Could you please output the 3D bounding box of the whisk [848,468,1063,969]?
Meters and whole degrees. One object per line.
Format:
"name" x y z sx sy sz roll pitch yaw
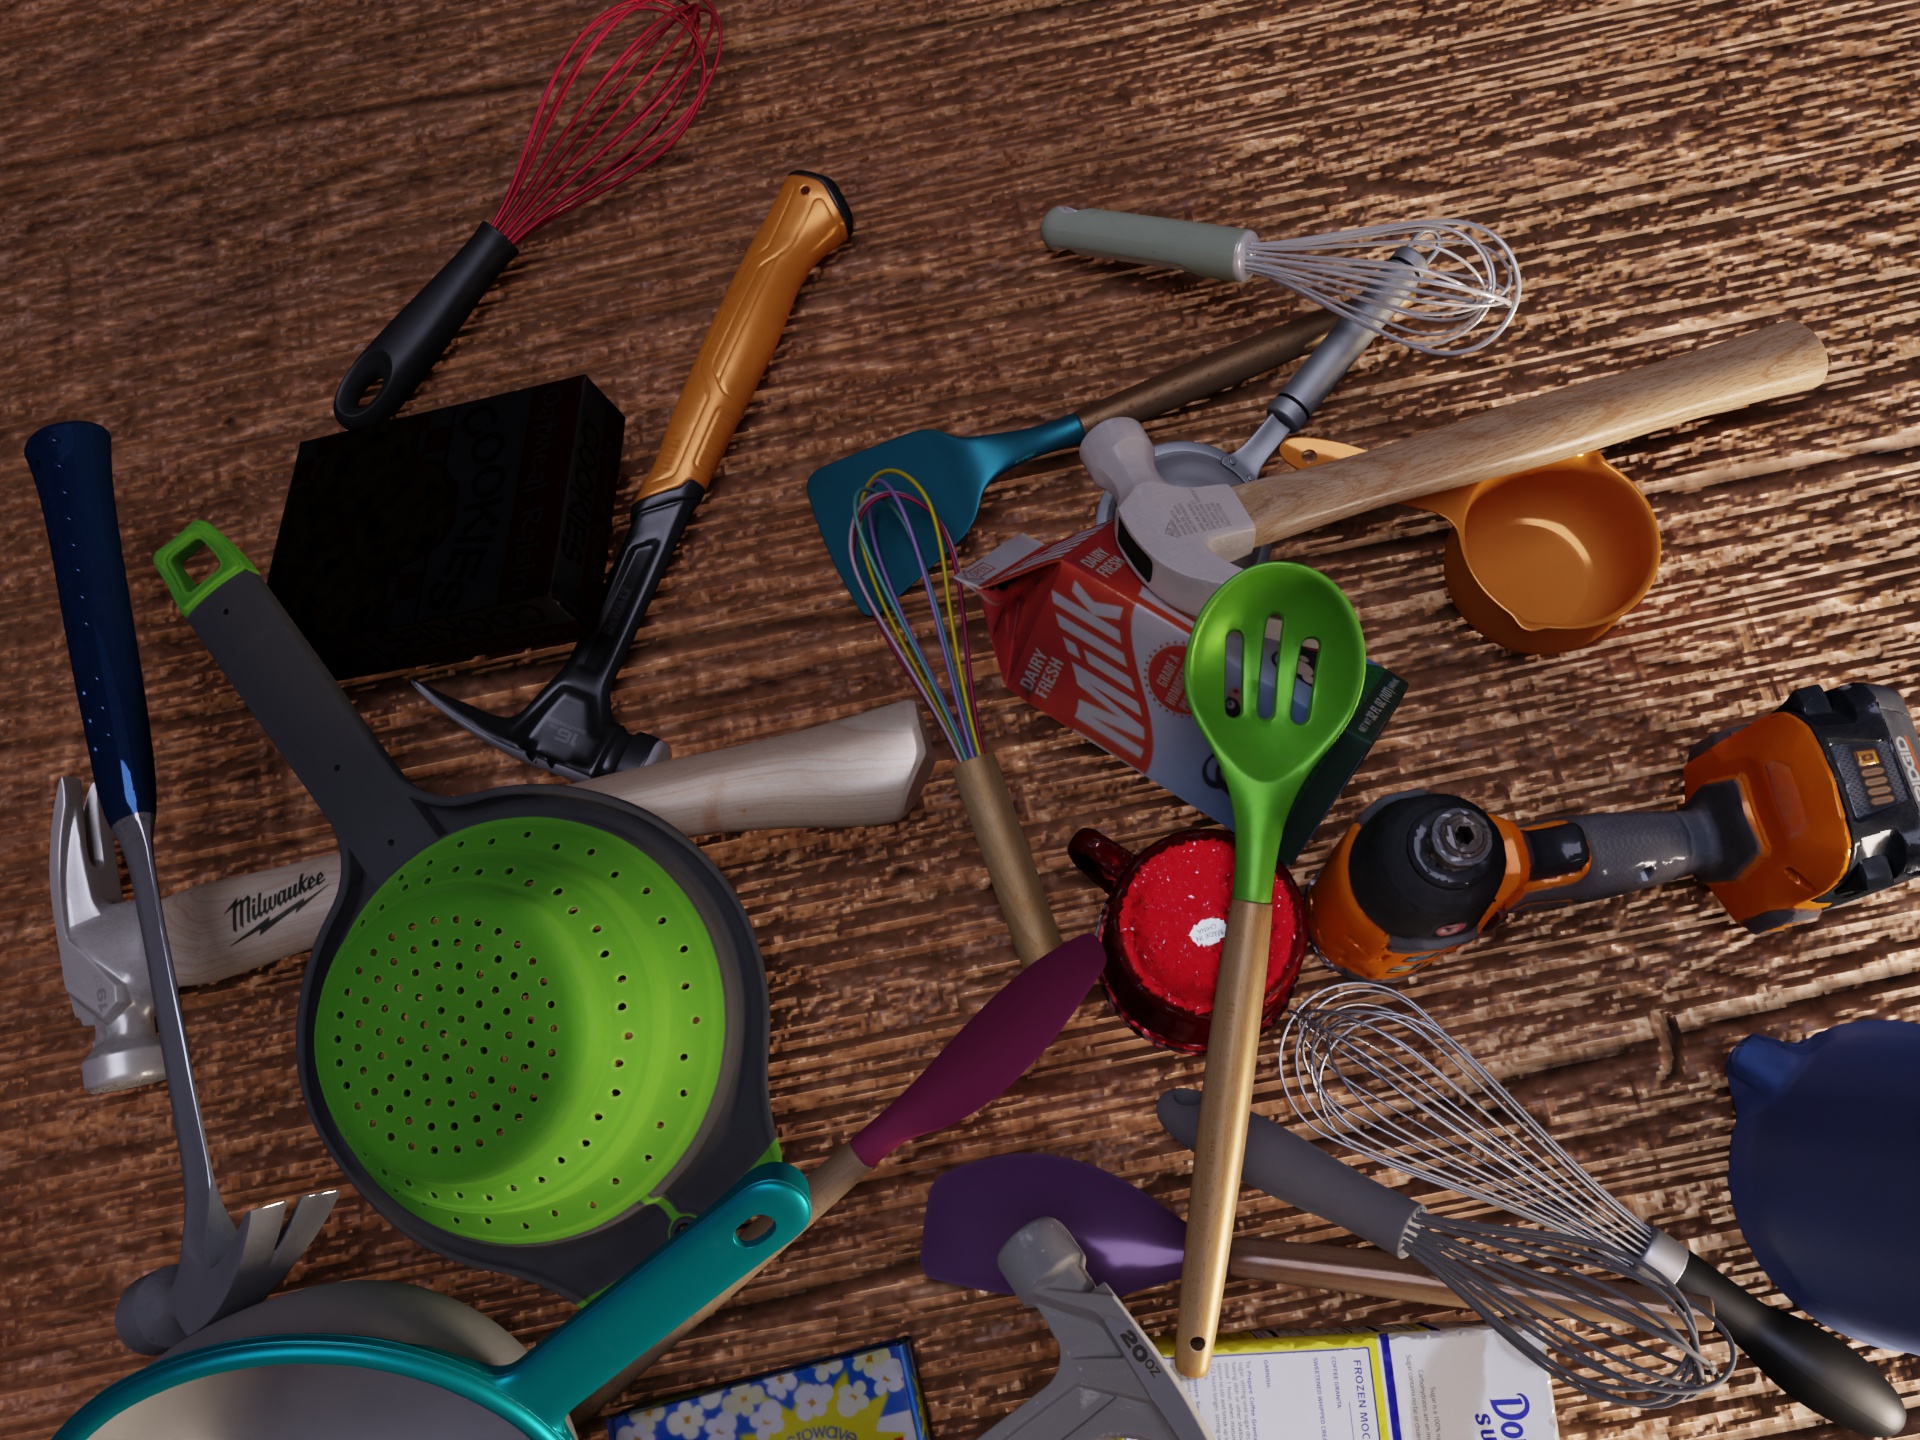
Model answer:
"whisk" 0.000 -0.003 0.727 0.047 0.051 0.245 -22 80 16

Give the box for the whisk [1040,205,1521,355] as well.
"whisk" 0.144 -0.219 0.758 0.246 0.058 0.059 19 113 30

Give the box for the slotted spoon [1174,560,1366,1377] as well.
"slotted spoon" 0.108 0.095 0.617 0.070 0.031 0.314 7 88 3

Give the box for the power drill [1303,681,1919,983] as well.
"power drill" 0.260 0.049 0.636 0.226 0.164 0.084 -11 73 0

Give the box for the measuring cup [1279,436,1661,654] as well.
"measuring cup" 0.228 -0.089 0.736 0.173 0.052 0.095 21 75 11

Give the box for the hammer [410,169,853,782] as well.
"hammer" -0.143 -0.131 0.793 0.127 0.034 0.337 21 76 10

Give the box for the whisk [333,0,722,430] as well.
"whisk" -0.227 -0.267 0.831 0.073 0.073 0.296 38 86 14

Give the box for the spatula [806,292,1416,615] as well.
"spatula" 0.080 -0.150 0.785 0.317 0.044 0.082 -23 74 -7

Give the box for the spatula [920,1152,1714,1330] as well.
"spatula" 0.137 0.221 0.653 0.316 0.018 0.060 3 65 15

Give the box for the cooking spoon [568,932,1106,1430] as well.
"cooking spoon" -0.060 0.198 0.665 0.319 0.069 0.017 -43 105 4

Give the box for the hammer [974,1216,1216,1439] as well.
"hammer" -0.066 0.350 0.587 0.359 0.036 0.149 -36 55 -3

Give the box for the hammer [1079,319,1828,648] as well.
"hammer" 0.228 -0.118 0.695 0.331 0.031 0.130 -17 55 -8

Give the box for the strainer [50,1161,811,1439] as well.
"strainer" -0.192 0.254 0.615 0.340 0.095 0.210 -39 112 8

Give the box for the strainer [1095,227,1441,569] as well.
"strainer" 0.150 -0.141 0.756 0.087 0.050 0.258 40 82 -6

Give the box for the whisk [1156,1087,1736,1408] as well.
"whisk" 0.177 0.197 0.622 0.239 0.055 0.055 20 75 38

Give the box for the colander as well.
"colander" -0.237 0.062 0.652 0.204 0.094 0.397 -40 79 0

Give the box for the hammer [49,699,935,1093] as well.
"hammer" -0.215 0.049 0.719 0.410 0.038 0.146 -15 80 5

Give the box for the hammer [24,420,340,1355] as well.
"hammer" -0.348 0.052 0.680 0.144 0.035 0.406 -31 69 36

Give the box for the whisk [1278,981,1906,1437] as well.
"whisk" 0.255 0.201 0.651 0.284 0.070 0.070 34 79 8
